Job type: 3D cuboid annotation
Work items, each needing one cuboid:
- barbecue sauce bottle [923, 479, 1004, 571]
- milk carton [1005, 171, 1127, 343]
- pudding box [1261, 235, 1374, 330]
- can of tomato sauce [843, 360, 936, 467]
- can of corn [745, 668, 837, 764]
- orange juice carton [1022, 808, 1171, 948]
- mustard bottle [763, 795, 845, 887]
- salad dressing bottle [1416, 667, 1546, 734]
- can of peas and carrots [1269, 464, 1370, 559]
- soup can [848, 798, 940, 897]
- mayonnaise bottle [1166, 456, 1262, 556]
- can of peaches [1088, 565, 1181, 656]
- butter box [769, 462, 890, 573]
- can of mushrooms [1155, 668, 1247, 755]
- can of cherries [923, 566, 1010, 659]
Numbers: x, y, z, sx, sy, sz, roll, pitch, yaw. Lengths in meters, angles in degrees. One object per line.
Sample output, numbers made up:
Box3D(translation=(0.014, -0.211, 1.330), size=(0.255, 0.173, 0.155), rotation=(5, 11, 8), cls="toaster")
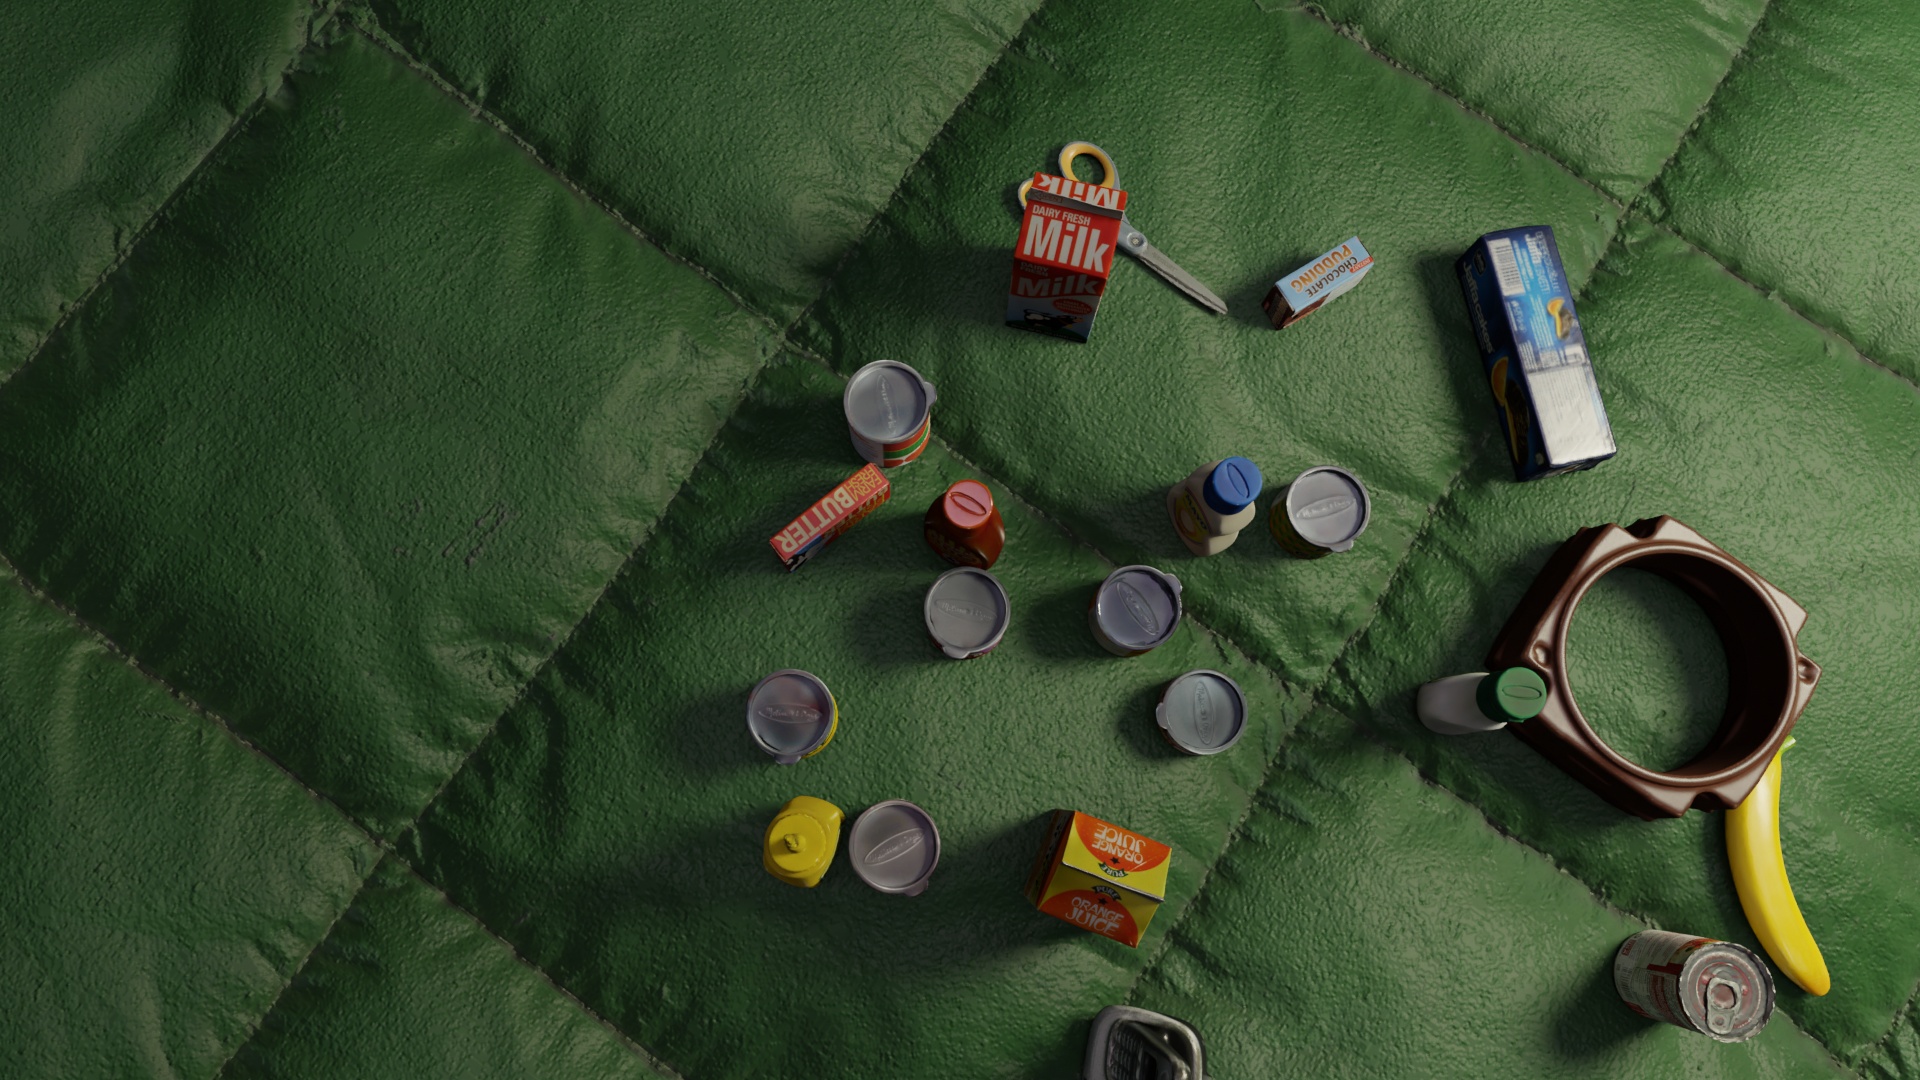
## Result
Box3D(translation=(0.004, -0.013, 1.048), size=(0.065, 0.148, 0.044), rotation=(30, 80, 4), cls="barbecue sauce bottle")
Box3D(translation=(0.080, -0.222, 1.070), size=(0.072, 0.190, 0.073), rotation=(14, 79, 1), cls="milk carton")
Box3D(translation=(0.295, -0.212, 1.146), size=(0.084, 0.049, 0.030), rotation=(-31, 82, -7), cls="pudding box")
Box3D(translation=(-0.055, -0.099, 1.097), size=(0.071, 0.083, 0.071), rotation=(0, 79, -2), cls="can of tomato sauce")
Box3D(translation=(-0.128, 0.136, 1.061), size=(0.071, 0.058, 0.071), rotation=(0, 79, -2), cls="can of corn")
Box3D(translation=(0.095, 0.235, 0.979), size=(0.072, 0.192, 0.073), rotation=(22, 80, 3), cls="orange juice carton")
Box3D(translation=(-0.113, 0.217, 0.993), size=(0.049, 0.160, 0.065), rotation=(19, 80, 2), cls="mustard bottle")
Box3D(translation=(0.387, 0.119, 1.033), size=(0.064, 0.147, 0.044), rotation=(6, 79, 0), cls="salad dressing bottle")
Box3D(translation=(0.285, -0.019, 1.103), size=(0.071, 0.058, 0.071), rotation=(0, 79, -2), cls="can of peas and carrots")
Box3D(translation=(-0.047, 0.228, 1.032), size=(0.071, 0.083, 0.071), rotation=(0, 79, -2), cls="soup can")
Box3D(translation=(0.194, -0.030, 1.057), size=(0.041, 0.148, 0.065), rotation=(-27, 81, -6), cls="mayonnaise bottle")
Box3D(translation=(0.137, 0.055, 1.084), size=(0.071, 0.058, 0.071), rotation=(0, 79, -2), cls="can of peaches")
Box3D(translation=(-0.102, -0.018, 1.094), size=(0.103, 0.053, 0.024), rotation=(-38, 83, -8), cls="butter box")
Box3D(translation=(0.185, 0.134, 1.083), size=(0.071, 0.033, 0.071), rotation=(0, 79, -2), cls="can of mushrooms")
Box3D(translation=(0.003, 0.060, 1.079), size=(0.071, 0.058, 0.071), rotation=(0, 79, -2), cls="can of cherries")
